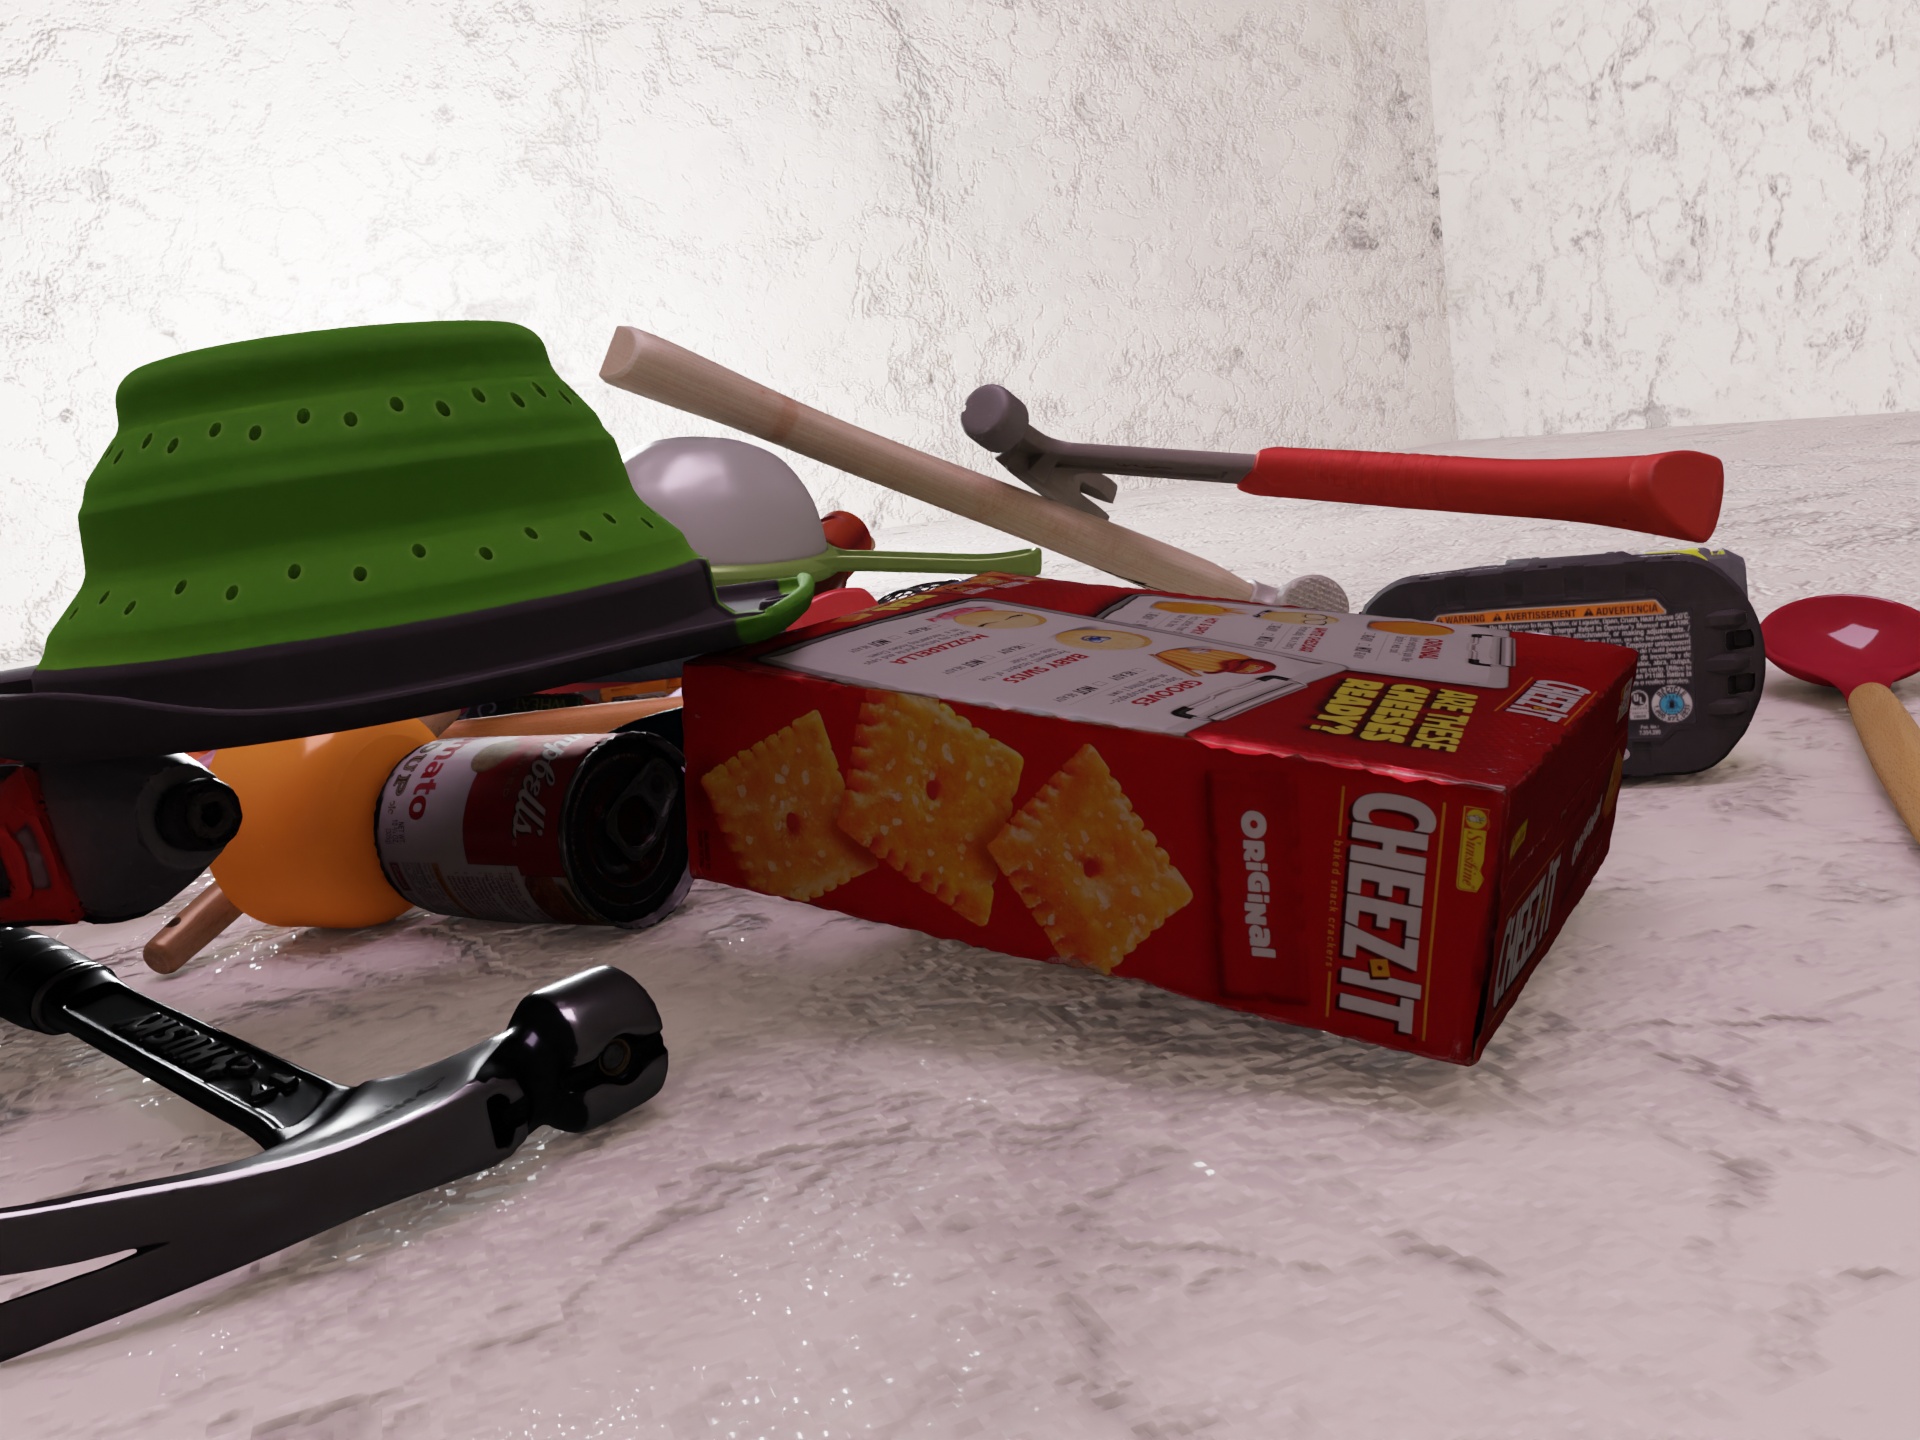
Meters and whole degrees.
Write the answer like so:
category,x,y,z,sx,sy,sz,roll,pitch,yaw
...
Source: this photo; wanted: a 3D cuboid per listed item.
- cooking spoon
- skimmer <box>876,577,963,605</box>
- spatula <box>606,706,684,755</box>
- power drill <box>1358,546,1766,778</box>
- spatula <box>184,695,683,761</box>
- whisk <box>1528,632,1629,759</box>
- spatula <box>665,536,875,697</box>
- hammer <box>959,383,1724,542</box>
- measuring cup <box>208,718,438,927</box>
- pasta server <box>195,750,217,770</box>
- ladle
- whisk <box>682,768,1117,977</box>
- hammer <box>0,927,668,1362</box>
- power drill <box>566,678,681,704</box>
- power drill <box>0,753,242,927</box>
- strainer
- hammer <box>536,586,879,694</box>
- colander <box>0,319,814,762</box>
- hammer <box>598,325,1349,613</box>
category,x,y,z,sx,sy,sz,roll,pitch,yaw
cooking spoon,-0.239,0.006,0.694,0.069,0.017,0.319,0,30,20
skimmer,-0.060,-0.020,0.935,0.127,0.090,0.363,-16,3,-27
spatula,-0.001,-0.002,0.708,0.317,0.044,0.082,-11,-2,-45
power drill,0.242,-0.033,0.666,0.171,0.080,0.223,-3,8,22
spatula,-0.242,0.002,0.738,0.322,0.041,0.081,-7,32,-3
whisk,0.119,0.008,0.596,0.070,0.070,0.285,-14,7,-32
spatula,-0.123,-0.042,0.932,0.060,0.018,0.316,-4,27,28
hammer,0.178,-0.116,0.777,0.359,0.037,0.149,11,-7,37
measuring cup,-0.216,0.007,0.624,0.052,0.095,0.174,1,41,26
pasta server,-0.286,-0.009,0.695,0.316,0.040,0.060,-33,14,-22
ladle,0.326,-0.002,0.561,0.069,0.031,0.315,-1,14,24
whisk,-0.025,0.046,0.530,0.051,0.047,0.245,-13,16,-36
hammer,-0.264,0.089,0.476,0.409,0.036,0.149,2,15,45
power drill,-0.263,-0.063,0.967,0.185,0.084,0.226,-5,-22,32
power drill,-0.311,0.056,0.424,0.143,0.078,0.219,-5,14,30
strainer,-0.085,-0.110,0.826,0.256,0.069,0.151,3,15,7
hammer,-0.200,-0.025,0.858,0.386,0.038,0.143,-6,-11,30
colander,-0.244,-0.045,0.440,0.397,0.094,0.204,-9,10,1
hammer,0.003,-0.123,0.875,0.410,0.038,0.146,21,-1,-5
